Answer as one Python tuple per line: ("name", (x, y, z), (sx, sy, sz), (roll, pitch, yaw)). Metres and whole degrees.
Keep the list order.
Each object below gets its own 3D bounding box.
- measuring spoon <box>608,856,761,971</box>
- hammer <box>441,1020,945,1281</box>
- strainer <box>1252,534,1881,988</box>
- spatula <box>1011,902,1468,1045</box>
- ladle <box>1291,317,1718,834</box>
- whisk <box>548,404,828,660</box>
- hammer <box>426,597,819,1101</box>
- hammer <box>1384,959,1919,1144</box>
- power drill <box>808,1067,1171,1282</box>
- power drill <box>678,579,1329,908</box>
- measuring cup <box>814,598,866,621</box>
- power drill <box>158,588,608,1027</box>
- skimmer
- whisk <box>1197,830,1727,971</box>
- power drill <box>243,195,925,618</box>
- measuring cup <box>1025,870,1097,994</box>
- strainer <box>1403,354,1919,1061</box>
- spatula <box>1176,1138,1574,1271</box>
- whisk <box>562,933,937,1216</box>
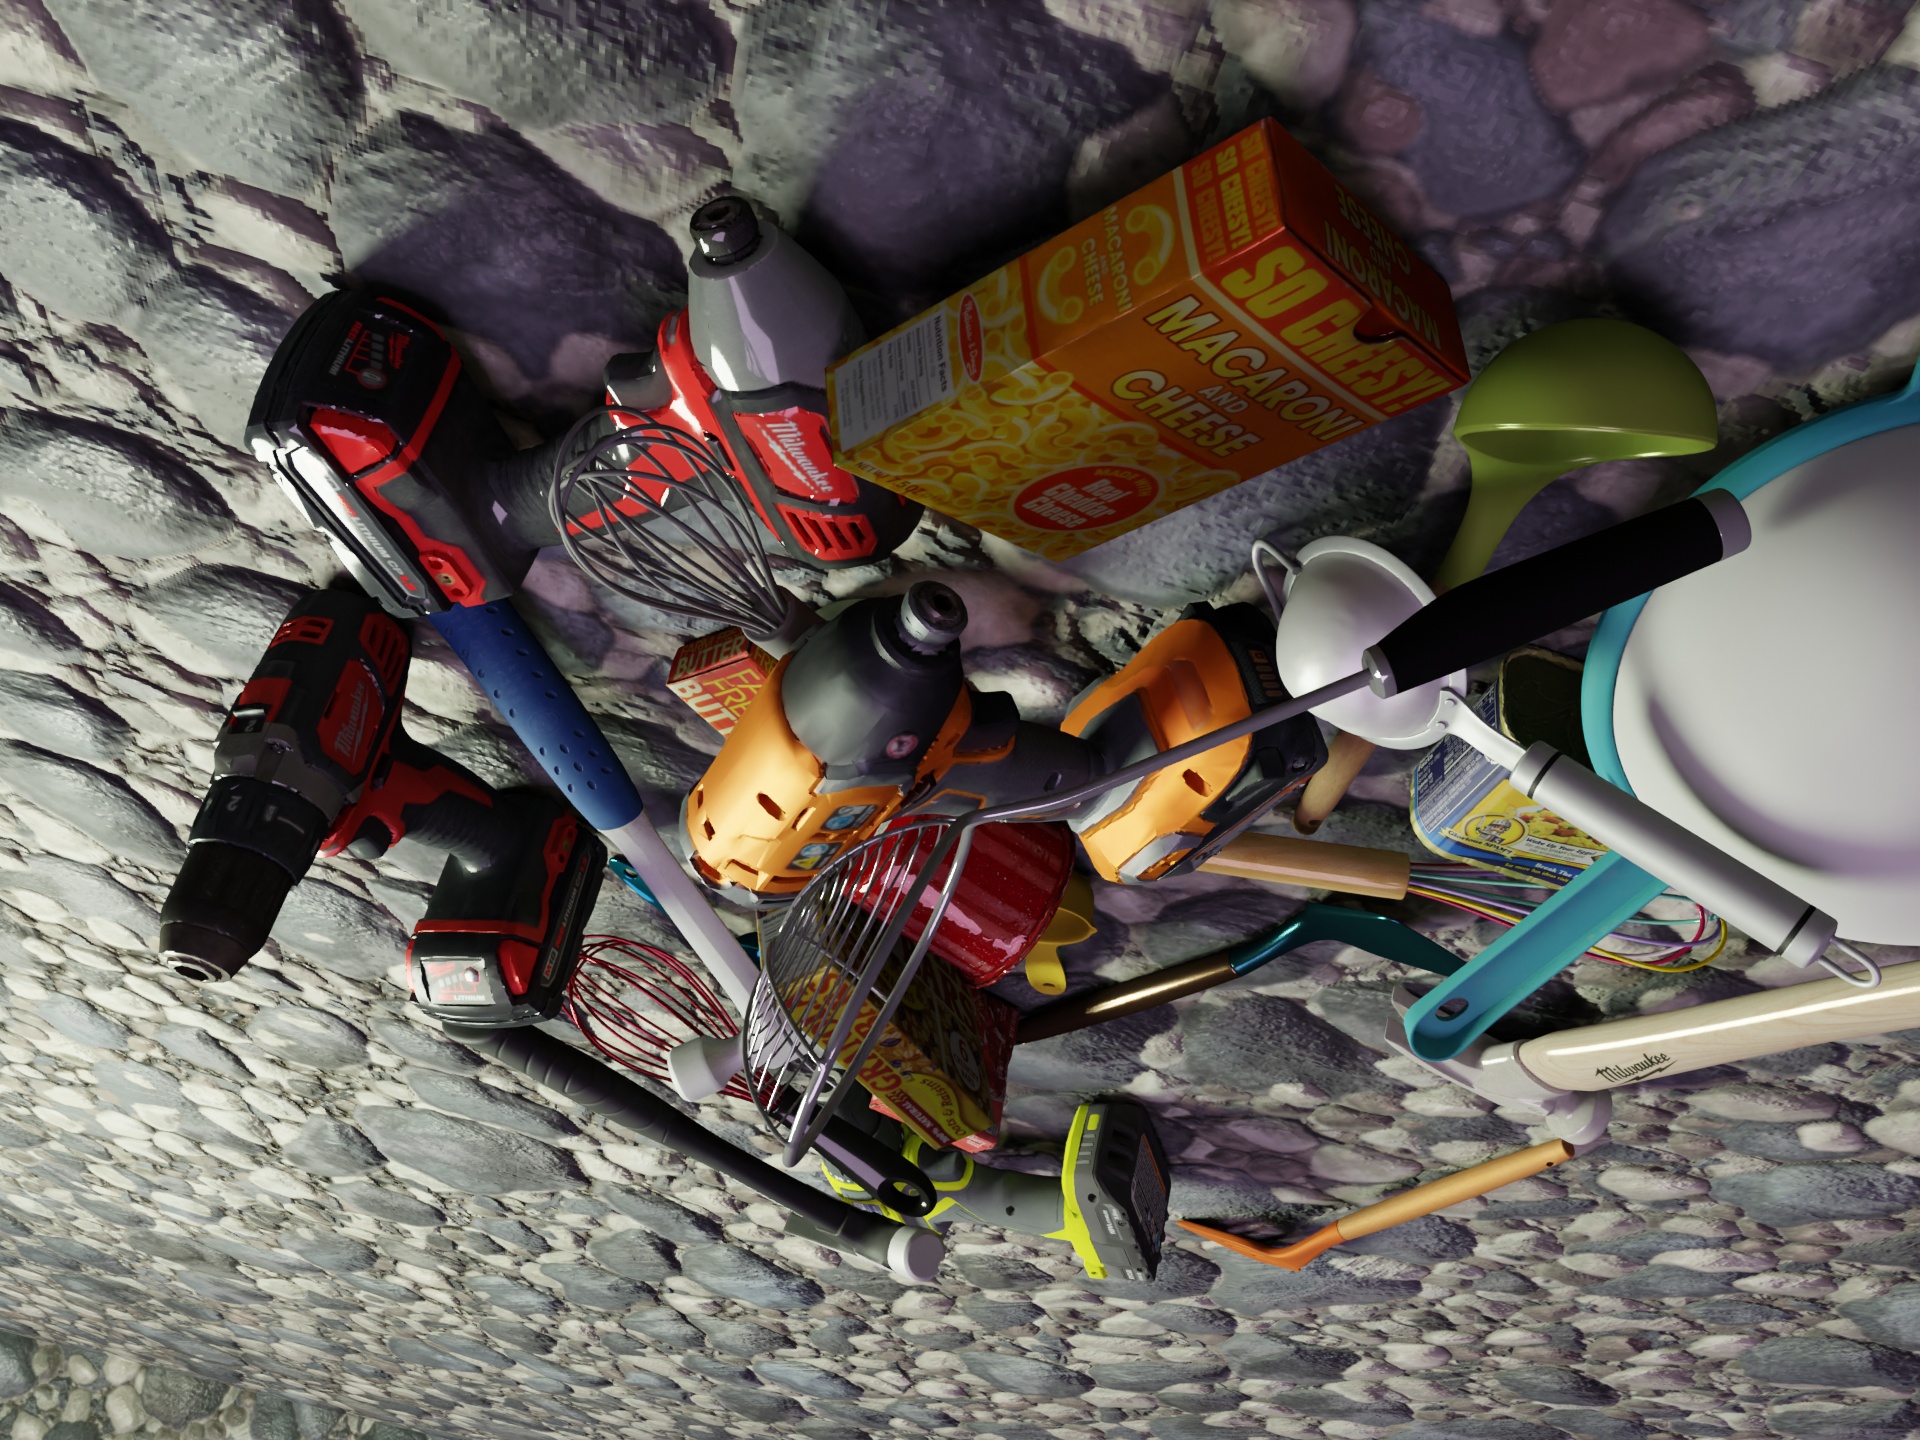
("measuring spoon", (-0.148, 0.111, 0.923), (0.128, 0.021, 0.042), (40, 137, -18))
("hammer", (-0.170, 0.256, 0.980), (0.334, 0.035, 0.146), (37, 156, -25))
("strainer", (0.191, 0.013, 0.548), (0.259, 0.050, 0.086), (36, 146, 27))
("spatula", (0.129, 0.146, 0.859), (0.082, 0.044, 0.317), (31, 141, -29))
("ladle", (0.182, -0.028, 0.608), (0.078, 0.062, 0.320), (4, 146, -6))
("whisk", (-0.068, -0.041, 0.572), (0.055, 0.055, 0.238), (-5, 159, 22))
("hammer", (-0.161, 0.052, 0.802), (0.144, 0.035, 0.405), (-24, 131, 3))
("hammer", (0.376, 0.129, 0.714), (0.146, 0.038, 0.410), (28, 150, -17))
("power drill", (0.013, 0.302, 1.070), (0.228, 0.080, 0.190), (-1, 135, 22))
("power drill", (0.025, 0.005, 0.598), (0.226, 0.084, 0.164), (-1, 149, -33))
("measuring cup", (-0.001, -0.002, 0.711), (0.167, 0.038, 0.083), (26, 141, -20))
("power drill", (-0.275, 0.072, 0.767), (0.080, 0.188, 0.226), (-3, 144, 21))
("skimmer", (0.091, 0.035, 0.518), (0.363, 0.090, 0.127), (-24, 175, 5))
("whisk", (0.224, 0.077, 0.723), (0.245, 0.047, 0.051), (8, 173, 4))
("power drill", (-0.133, -0.111, 0.578), (0.220, 0.079, 0.143), (-5, 141, 17))
("measuring cup", (0.046, 0.115, 0.867), (0.062, 0.029, 0.156), (5, 154, 9))
("strainer", (0.288, 0.044, 0.555), (0.211, 0.095, 0.340), (32, 120, -17))
("spatula", (0.276, 0.327, 1.072), (0.081, 0.041, 0.322), (30, 136, -21))
("whisk", (-0.129, 0.225, 0.988), (0.295, 0.073, 0.073), (39, 137, -15))
